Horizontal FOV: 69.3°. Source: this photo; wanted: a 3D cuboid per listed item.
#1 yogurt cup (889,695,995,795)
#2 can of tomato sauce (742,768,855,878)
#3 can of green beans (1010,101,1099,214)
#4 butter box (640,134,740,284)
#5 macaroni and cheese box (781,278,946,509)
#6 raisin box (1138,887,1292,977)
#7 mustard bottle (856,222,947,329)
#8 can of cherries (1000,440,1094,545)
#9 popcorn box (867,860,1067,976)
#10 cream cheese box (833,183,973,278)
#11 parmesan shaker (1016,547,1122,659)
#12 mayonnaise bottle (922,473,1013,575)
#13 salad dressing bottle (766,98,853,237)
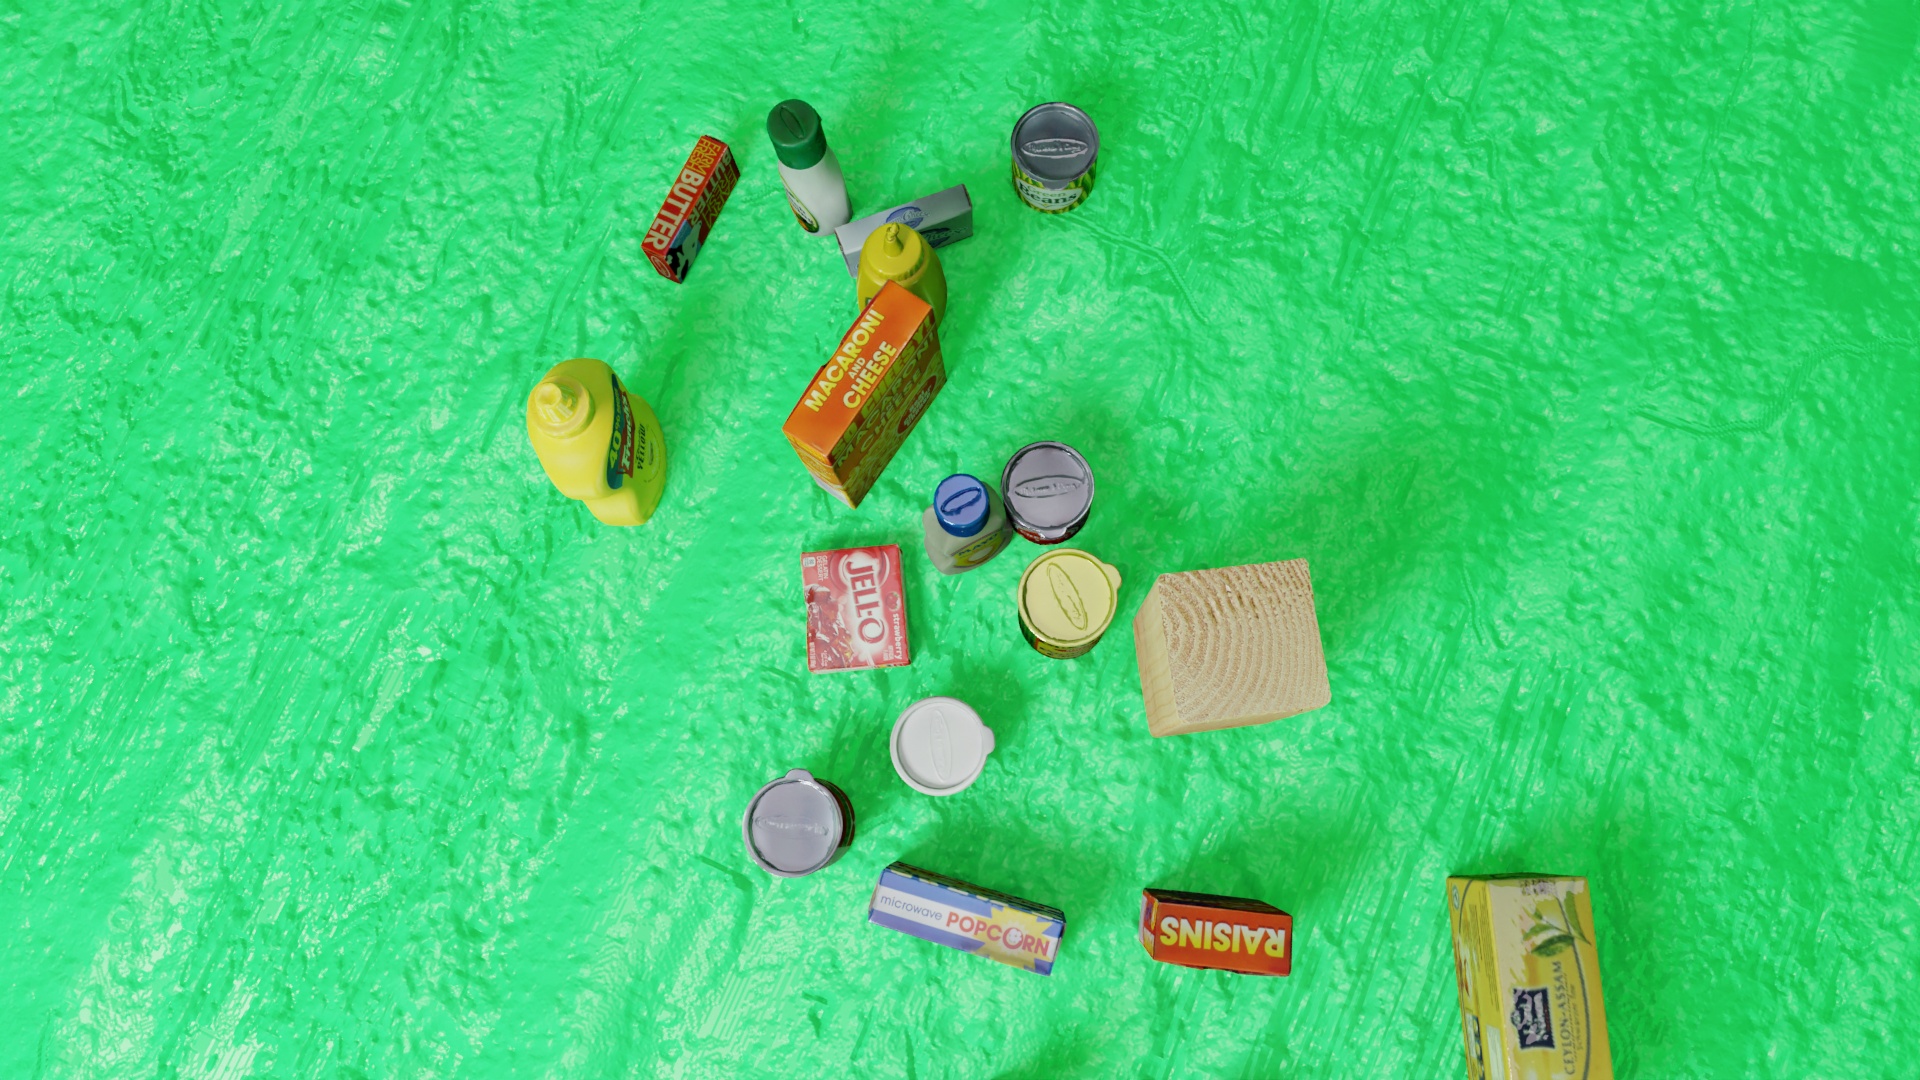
[{"bbox_3d":[-0.013,0.145,0.974,0.072,0.054,0.072,0,79,2],"label":"yogurt cup"},{"bbox_3d":[-0.109,0.194,0.954,0.071,0.083,0.071,0,79,3],"label":"can of tomato sauce"},{"bbox_3d":[0.071,-0.289,1.055,0.071,0.057,0.071,0,79,3],"label":"can of green beans"},{"bbox_3d":[-0.206,-0.253,1.062,0.024,0.053,0.103,25,81,7],"label":"butter box"},{"bbox_3d":[-0.063,-0.096,0.967,0.040,0.166,0.124,33,82,8],"label":"macaroni and cheese box"},{"bbox_3d":[0.164,0.255,0.909,0.086,0.123,0.040,6,80,4],"label":"raisin box"},{"bbox_3d":[-0.045,-0.189,0.988,0.065,0.160,0.049,10,80,4],"label":"mustard bottle"},{"bbox_3d":[0.062,-0.031,1.003,0.071,0.058,0.071,0,79,3],"label":"can of cherries"},{"bbox_3d":[0.005,0.253,0.936,0.127,0.085,0.038,15,80,5],"label":"popcorn box"},{"bbox_3d":[-0.041,-0.233,1.051,0.104,0.053,0.024,-20,79,-1],"label":"cream cheese box"},{"bbox_3d":[0.075,0.045,0.965,0.071,0.103,0.071,0,79,3],"label":"parmesan shaker"},{"bbox_3d":[0.003,-0.012,0.957,0.065,0.148,0.041,-28,79,-3],"label":"mayonnaise bottle"},{"bbox_3d":[-0.111,-0.271,1.013,0.044,0.147,0.064,-33,80,-4],"label":"salad dressing bottle"}]
